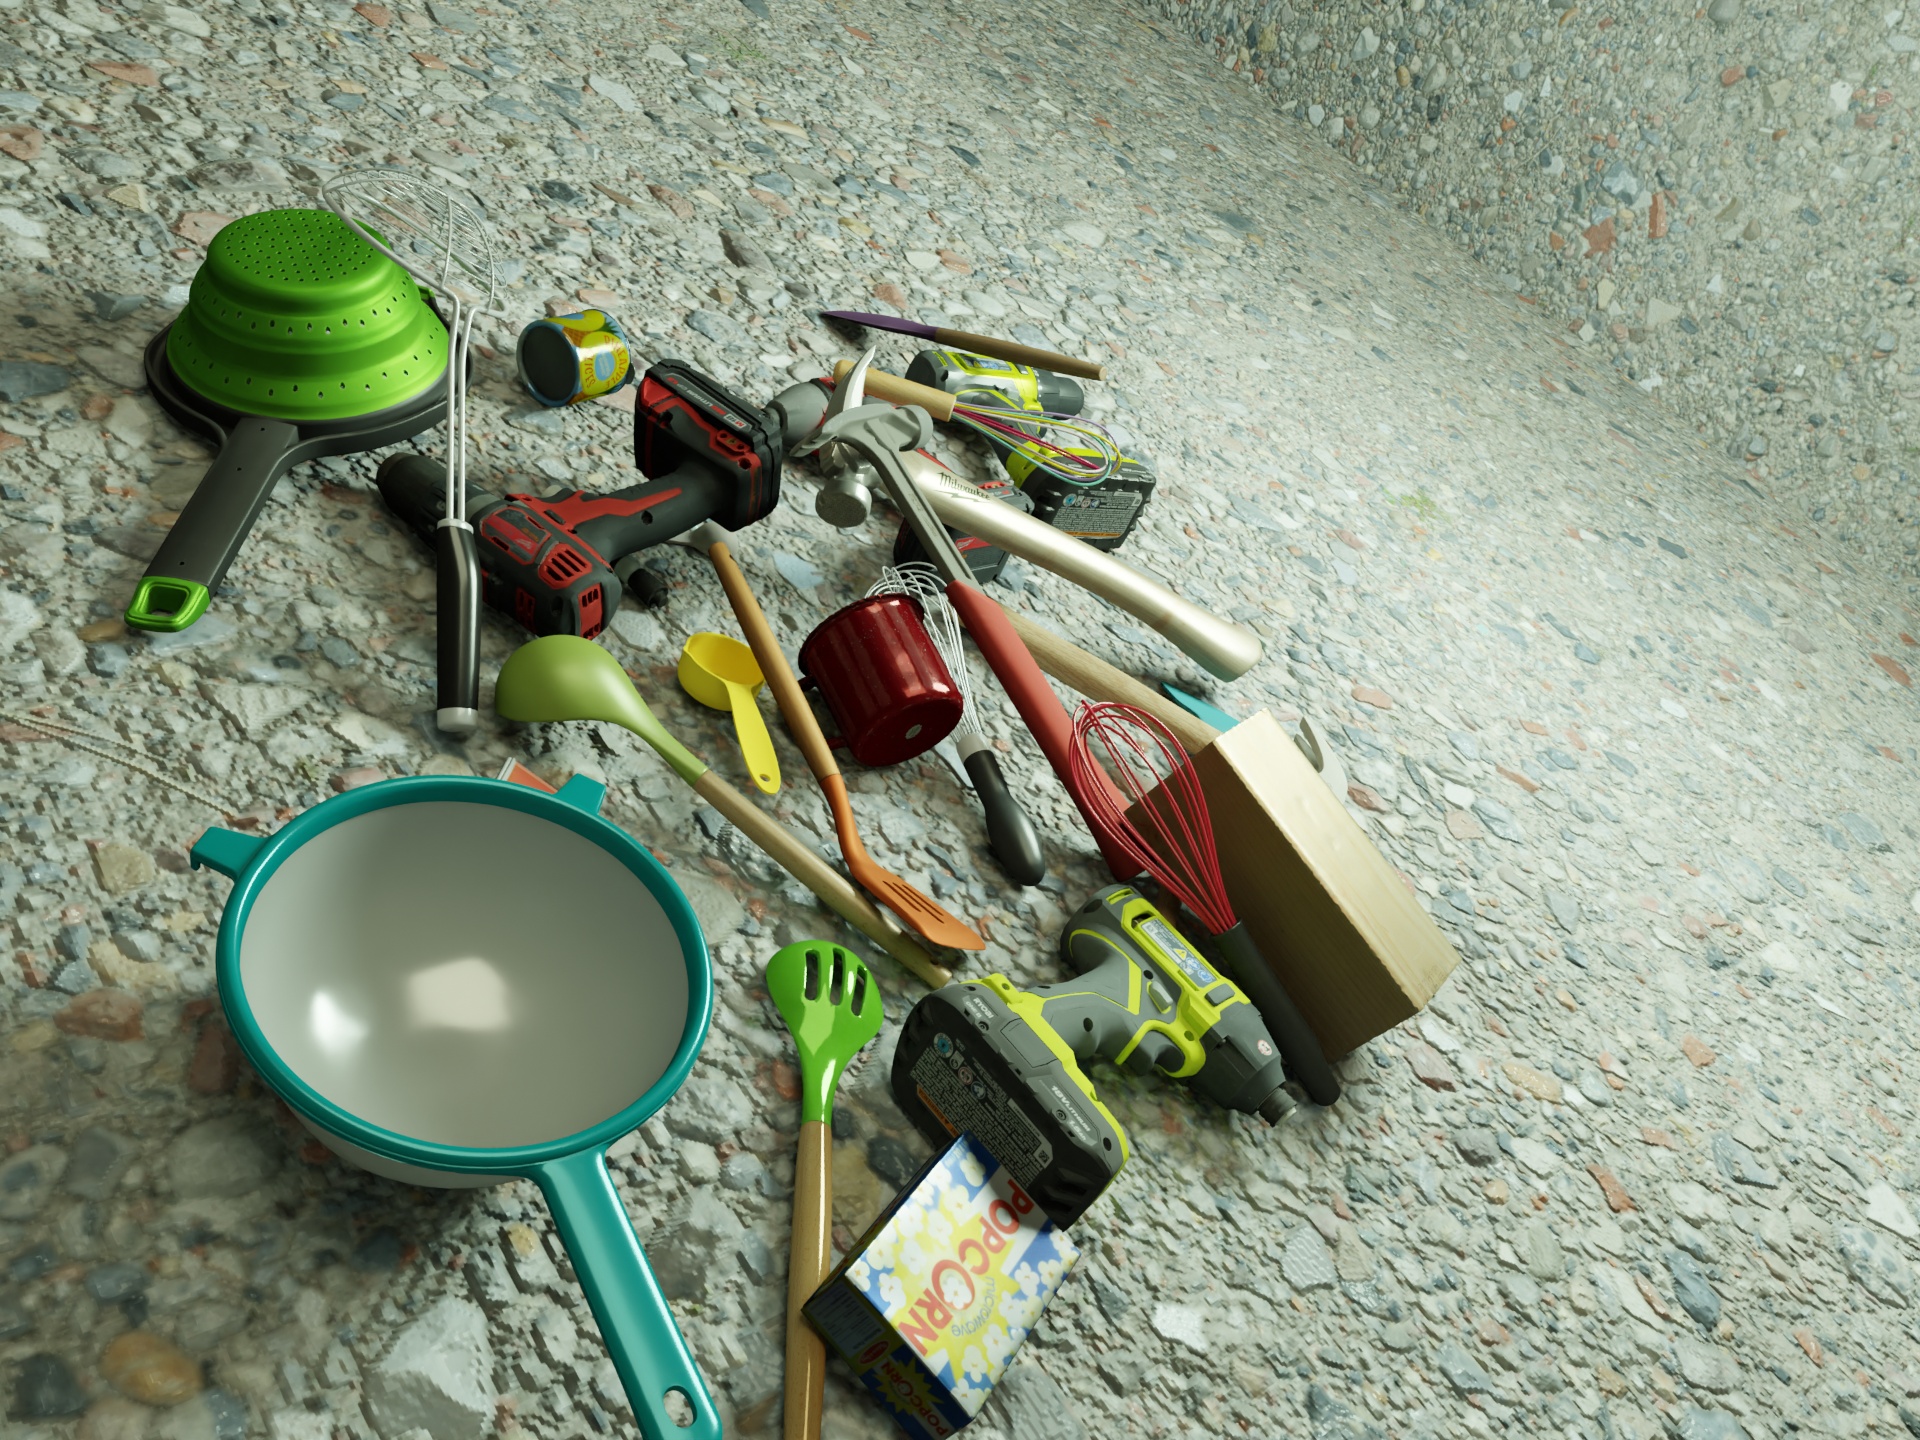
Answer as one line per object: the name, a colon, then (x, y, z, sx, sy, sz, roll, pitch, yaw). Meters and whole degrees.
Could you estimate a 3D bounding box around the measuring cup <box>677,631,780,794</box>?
measuring cup: (-0.140, 0.001, 0.994, 0.062, 0.029, 0.157, 12, 34, -31)

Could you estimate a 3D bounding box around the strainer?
strainer: (-0.194, 0.177, 0.690, 0.211, 0.095, 0.341, -8, 52, -39)

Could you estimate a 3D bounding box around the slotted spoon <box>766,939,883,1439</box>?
slotted spoon: (-0.070, 0.223, 0.780, 0.070, 0.031, 0.314, 21, 37, -18)

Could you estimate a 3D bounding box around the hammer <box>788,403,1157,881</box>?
hammer: (0.022, -0.050, 1.054, 0.359, 0.036, 0.149, 58, 30, -1)

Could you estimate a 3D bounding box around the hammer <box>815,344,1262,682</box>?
hammer: (0.074, -0.136, 1.214, 0.410, 0.038, 0.146, 24, 54, -28)

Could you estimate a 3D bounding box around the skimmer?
skimmer: (-0.325, -0.166, 0.959, 0.127, 0.090, 0.363, 18, 64, -59)

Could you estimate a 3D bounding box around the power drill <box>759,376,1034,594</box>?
power drill: (-0.059, -0.201, 1.281, 0.143, 0.078, 0.220, -16, 52, -46)

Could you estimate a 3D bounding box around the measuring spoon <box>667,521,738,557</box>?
measuring spoon: (-0.216, -0.140, 1.137, 0.124, 0.018, 0.034, 9, 40, -26)

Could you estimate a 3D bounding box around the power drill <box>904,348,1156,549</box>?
power drill: (0.076, -0.254, 1.444, 0.190, 0.080, 0.229, -3, 43, -37)

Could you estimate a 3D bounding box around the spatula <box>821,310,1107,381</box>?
spatula: (0.002, -0.348, 1.457, 0.316, 0.018, 0.059, 22, 25, 34)

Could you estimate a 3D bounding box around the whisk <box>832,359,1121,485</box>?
whisk: (0.013, -0.243, 1.294, 0.245, 0.051, 0.047, 18, -3, -2)

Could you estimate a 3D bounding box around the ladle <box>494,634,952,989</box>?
ladle: (-0.138, 0.059, 0.933, 0.320, 0.062, 0.078, 39, 27, 2)

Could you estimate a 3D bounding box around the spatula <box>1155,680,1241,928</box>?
spatula: (0.166, 0.062, 1.159, 0.082, 0.044, 0.318, 28, 39, -3)

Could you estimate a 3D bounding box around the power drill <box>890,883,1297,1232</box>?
power drill: (0.084, 0.188, 0.893, 0.171, 0.080, 0.223, 46, 34, 23)

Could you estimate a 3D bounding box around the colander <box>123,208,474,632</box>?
colander: (-0.427, -0.211, 0.978, 0.204, 0.094, 0.398, 8, 43, -6)

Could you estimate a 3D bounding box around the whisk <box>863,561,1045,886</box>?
whisk: (-0.001, -0.004, 1.093, 0.070, 0.070, 0.285, 2, 48, -34)

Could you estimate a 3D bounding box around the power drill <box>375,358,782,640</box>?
power drill: (-0.249, -0.154, 1.053, 0.188, 0.080, 0.227, 34, 51, 19)

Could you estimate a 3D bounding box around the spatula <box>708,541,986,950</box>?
spatula: (-0.083, 0.012, 0.986, 0.323, 0.041, 0.081, 62, 16, 22)

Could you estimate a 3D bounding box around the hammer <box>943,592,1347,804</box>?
hammer: (0.133, -0.014, 1.176, 0.331, 0.031, 0.130, 31, 43, 17)

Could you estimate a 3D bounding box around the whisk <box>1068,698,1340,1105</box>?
whisk: (0.154, 0.112, 0.986, 0.296, 0.073, 0.073, 58, 37, -1)
